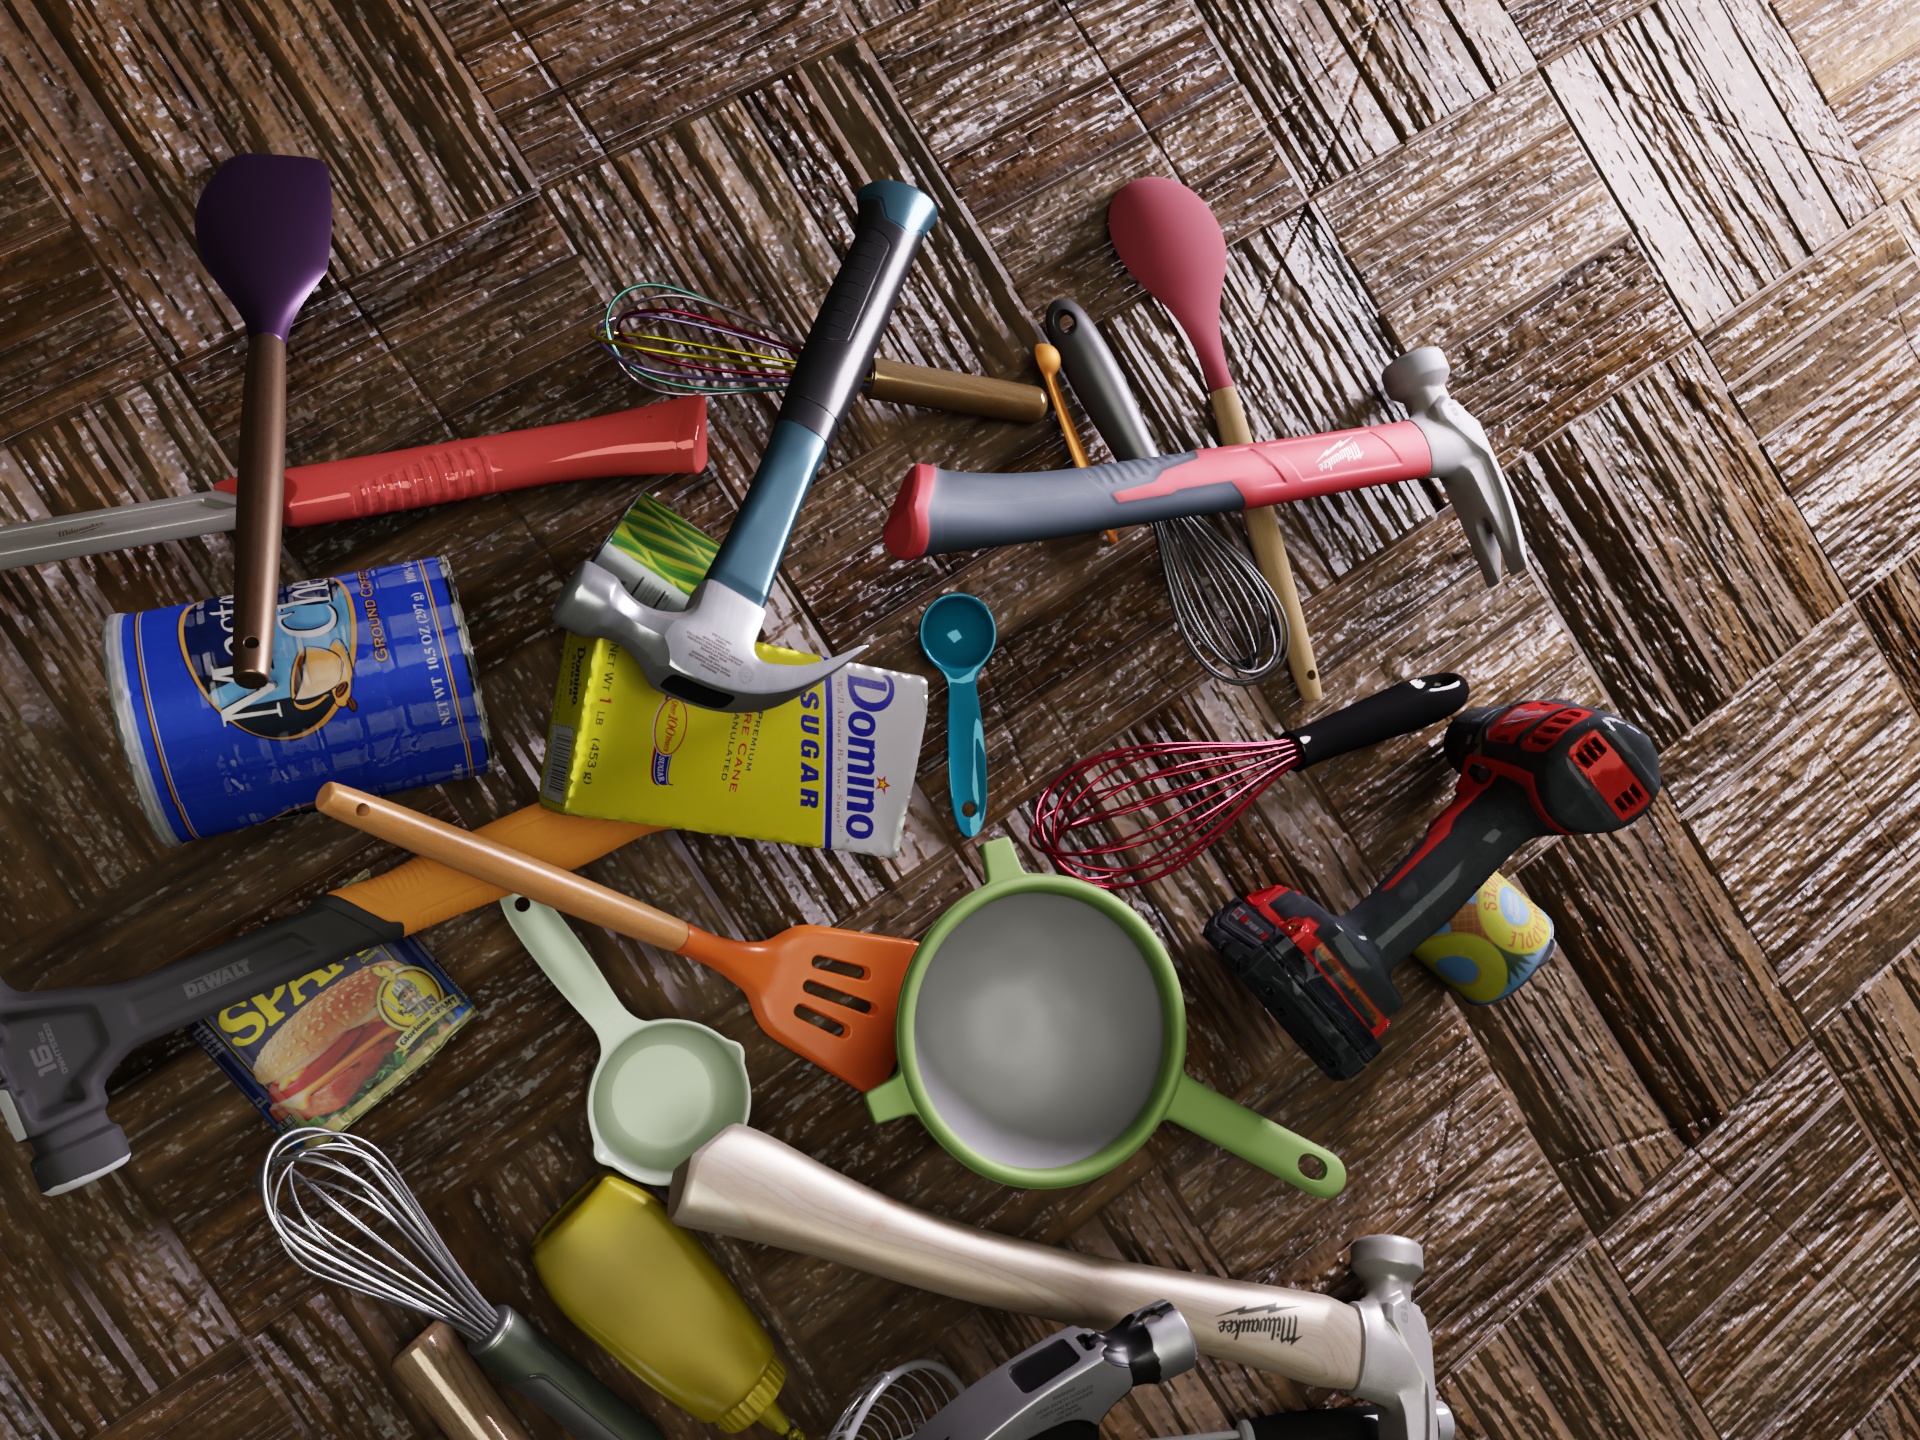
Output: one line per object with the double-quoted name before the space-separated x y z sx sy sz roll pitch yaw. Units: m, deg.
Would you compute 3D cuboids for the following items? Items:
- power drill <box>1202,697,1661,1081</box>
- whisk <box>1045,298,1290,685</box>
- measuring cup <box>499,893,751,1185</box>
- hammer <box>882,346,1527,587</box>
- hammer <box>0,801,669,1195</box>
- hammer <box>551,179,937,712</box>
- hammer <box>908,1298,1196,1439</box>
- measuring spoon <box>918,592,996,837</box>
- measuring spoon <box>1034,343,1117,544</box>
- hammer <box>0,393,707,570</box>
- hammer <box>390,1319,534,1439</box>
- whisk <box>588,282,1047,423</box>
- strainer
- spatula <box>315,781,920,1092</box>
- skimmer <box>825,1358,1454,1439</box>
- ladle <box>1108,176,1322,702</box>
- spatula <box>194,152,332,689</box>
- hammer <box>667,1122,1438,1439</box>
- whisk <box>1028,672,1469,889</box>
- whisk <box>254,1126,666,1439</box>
"power drill" 0.241 0.071 0.840 0.226 0.188 0.080 -41 95 1
"whisk" 0.110 -0.127 0.871 0.055 0.055 0.239 -28 88 -18
"measuring cup" -0.167 0.144 0.756 0.083 0.038 0.167 -37 93 -18
"hammer" 0.139 -0.112 0.833 0.386 0.038 0.143 -13 77 -30
"hammer" -0.241 0.069 0.690 0.337 0.034 0.127 -23 91 -37
"hammer" -0.073 -0.145 0.756 0.128 0.033 0.331 31 55 -21
"hammer" 0.056 0.435 0.733 0.146 0.035 0.334 -16 109 -22
"measuring spoon" -0.001 -0.003 0.840 0.042 0.021 0.128 -5 94 -19
"measuring spoon" 0.066 -0.152 0.869 0.011 0.021 0.117 -20 96 23
"hammer" -0.287 -0.109 0.729 0.359 0.149 0.036 -16 130 -28
"hammer" -0.141 0.405 0.703 0.031 0.130 0.331 -39 87 -2
"whisk" -0.069 -0.184 0.827 0.245 0.047 0.051 5 80 -21
"strainer" 0.077 0.180 0.810 0.256 0.069 0.151 29 72 -12
"spatula" -0.141 0.092 0.722 0.322 0.041 0.081 32 73 -42
"skimmer" 0.099 0.371 0.781 0.363 0.090 0.127 2 80 -17
"ladle" 0.154 -0.161 0.900 0.069 0.031 0.315 -17 90 -19
"spatula" -0.304 -0.145 0.690 0.059 0.018 0.316 -3 56 -18
"hammer" 0.056 0.283 0.768 0.410 0.038 0.146 20 54 -17
"whisk" 0.165 0.023 0.862 0.296 0.073 0.073 -19 89 -25
"whisk" -0.212 0.263 0.697 0.058 0.059 0.246 -30 115 19
